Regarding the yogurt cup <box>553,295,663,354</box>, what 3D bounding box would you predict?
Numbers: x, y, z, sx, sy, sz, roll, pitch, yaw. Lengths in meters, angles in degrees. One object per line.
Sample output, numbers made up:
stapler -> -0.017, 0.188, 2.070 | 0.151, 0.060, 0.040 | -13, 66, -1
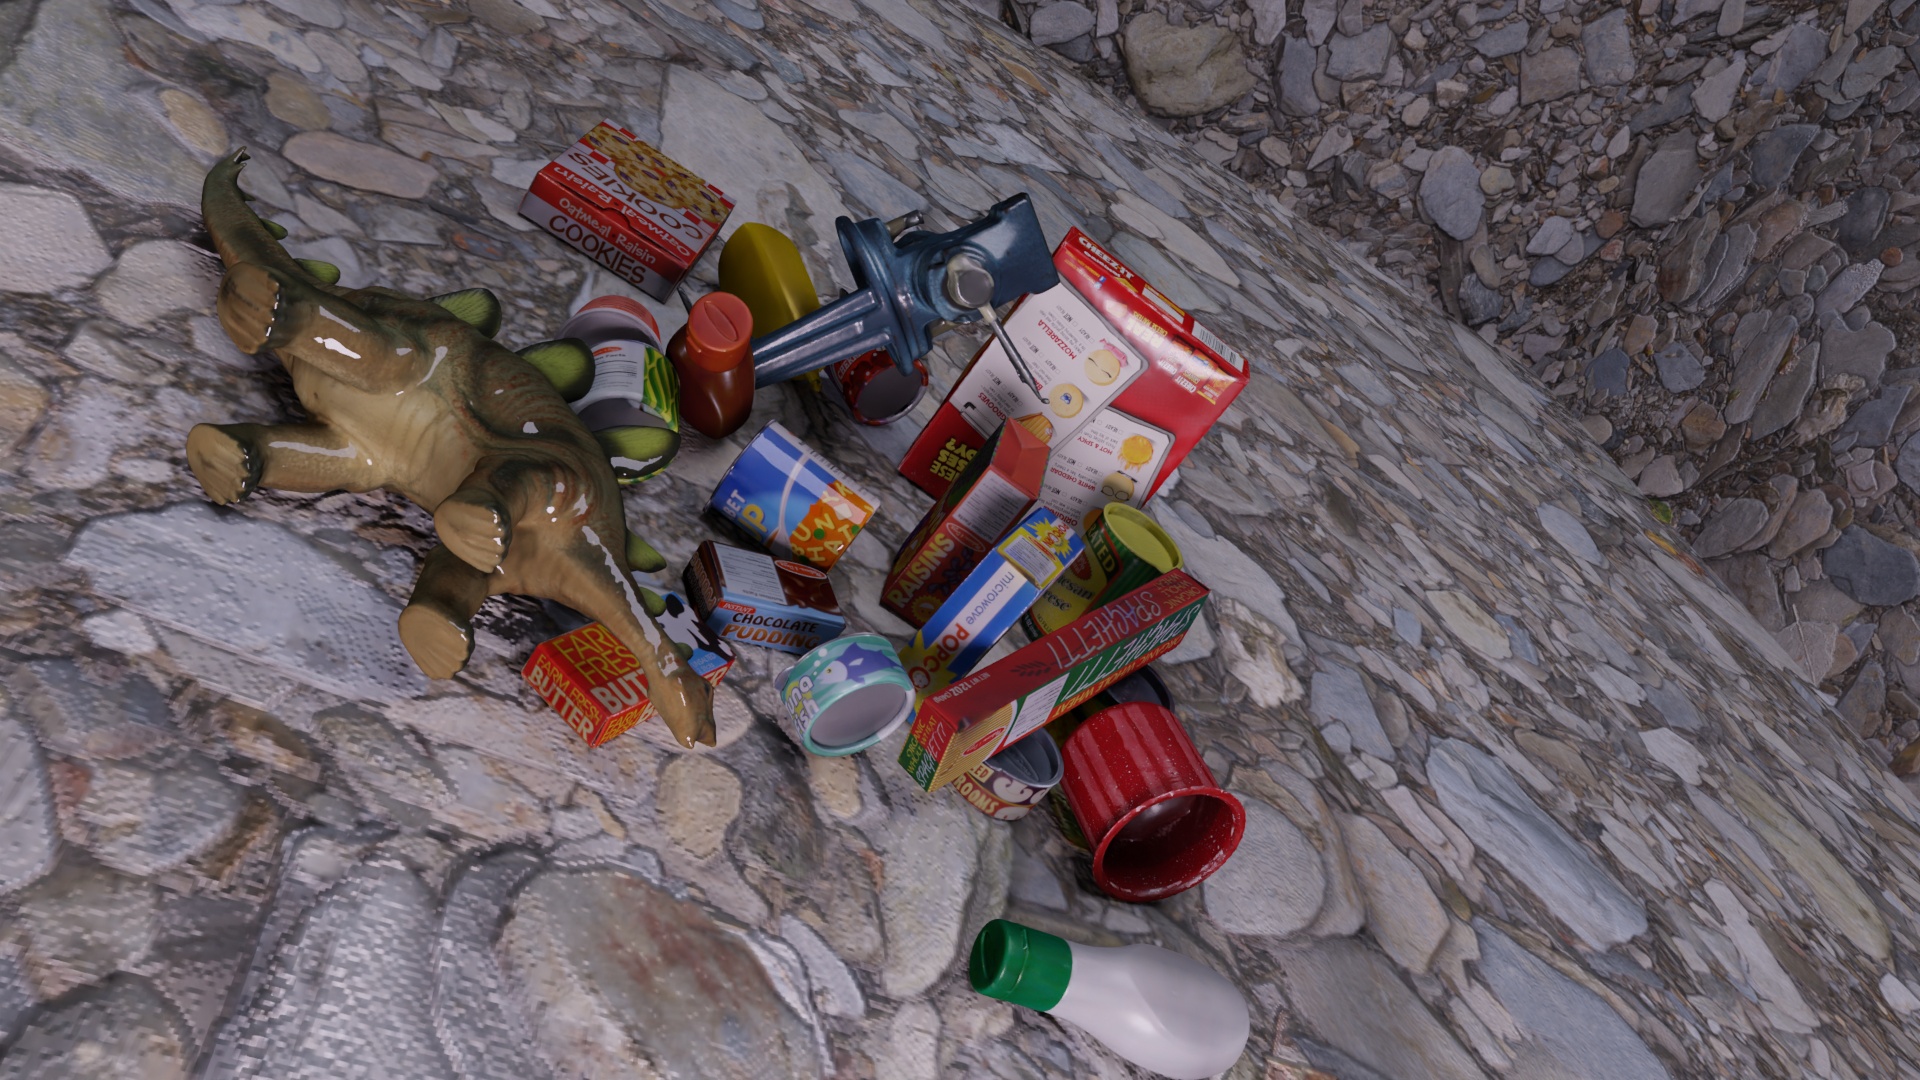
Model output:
yogurt cup -> -0.217, -0.119, 0.865 | 0.072, 0.072, 0.054 | 28, 20, -19

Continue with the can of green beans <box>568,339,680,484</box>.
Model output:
can of green beans -> -0.198, -0.075, 0.813 | 0.071, 0.071, 0.058 | 23, 31, -27

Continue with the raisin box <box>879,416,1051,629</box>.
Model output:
raisin box -> 0.003, -0.011, 0.893 | 0.040, 0.123, 0.086 | 35, 27, -9

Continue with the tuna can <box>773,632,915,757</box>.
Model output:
tuna can -> -0.061, 0.082, 0.732 | 0.071, 0.070, 0.033 | 9, 39, -44

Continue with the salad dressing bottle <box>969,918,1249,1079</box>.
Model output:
salad dressing bottle -> 0.075, 0.227, 0.695 | 0.147, 0.043, 0.064 | 25, 31, -22

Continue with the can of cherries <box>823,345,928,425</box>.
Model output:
can of cherries -> -0.067, -0.131, 1.059 | 0.071, 0.071, 0.058 | 6, 42, -47

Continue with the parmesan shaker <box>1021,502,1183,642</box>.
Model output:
parmesan shaker -> 0.097, 0.035, 0.957 | 0.071, 0.102, 0.071 | 29, 27, -16

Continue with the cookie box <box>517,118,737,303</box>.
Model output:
cookie box -> -0.250, -0.257, 1.067 | 0.123, 0.040, 0.168 | 31, 27, -12

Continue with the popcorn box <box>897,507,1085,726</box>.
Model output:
popcorn box -> 0.011, 0.044, 0.813 | 0.038, 0.126, 0.085 | 43, 27, 4

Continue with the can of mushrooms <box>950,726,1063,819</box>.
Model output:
can of mushrooms -> 0.022, 0.126, 0.800 | 0.071, 0.033, 0.071 | 30, 28, -17

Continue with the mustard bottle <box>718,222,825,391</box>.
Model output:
mustard bottle -> -0.134, -0.168, 1.047 | 0.049, 0.065, 0.161 | 3, 50, -43

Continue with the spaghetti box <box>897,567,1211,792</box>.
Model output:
spaghetti box -> 0.062, 0.074, 0.804 | 0.029, 0.050, 0.251 | 41, 38, 24

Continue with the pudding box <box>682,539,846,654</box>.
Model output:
pudding box -> -0.111, 0.034, 0.787 | 0.084, 0.030, 0.050 | 16, 33, -37

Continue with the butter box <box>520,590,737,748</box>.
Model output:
butter box -> -0.162, 0.062, 0.687 | 0.053, 0.024, 0.104 | 43, 27, 11

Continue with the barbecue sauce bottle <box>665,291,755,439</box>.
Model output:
barbecue sauce bottle -> -0.152, -0.109, 0.849 | 0.065, 0.044, 0.148 | 52, -17, 1

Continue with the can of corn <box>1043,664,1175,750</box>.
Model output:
can of corn -> 0.091, 0.107, 0.884 | 0.071, 0.058, 0.071 | 29, 28, -17

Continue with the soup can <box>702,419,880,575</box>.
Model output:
soup can -> -0.102, -0.021, 0.848 | 0.084, 0.071, 0.072 | 38, 26, -2
